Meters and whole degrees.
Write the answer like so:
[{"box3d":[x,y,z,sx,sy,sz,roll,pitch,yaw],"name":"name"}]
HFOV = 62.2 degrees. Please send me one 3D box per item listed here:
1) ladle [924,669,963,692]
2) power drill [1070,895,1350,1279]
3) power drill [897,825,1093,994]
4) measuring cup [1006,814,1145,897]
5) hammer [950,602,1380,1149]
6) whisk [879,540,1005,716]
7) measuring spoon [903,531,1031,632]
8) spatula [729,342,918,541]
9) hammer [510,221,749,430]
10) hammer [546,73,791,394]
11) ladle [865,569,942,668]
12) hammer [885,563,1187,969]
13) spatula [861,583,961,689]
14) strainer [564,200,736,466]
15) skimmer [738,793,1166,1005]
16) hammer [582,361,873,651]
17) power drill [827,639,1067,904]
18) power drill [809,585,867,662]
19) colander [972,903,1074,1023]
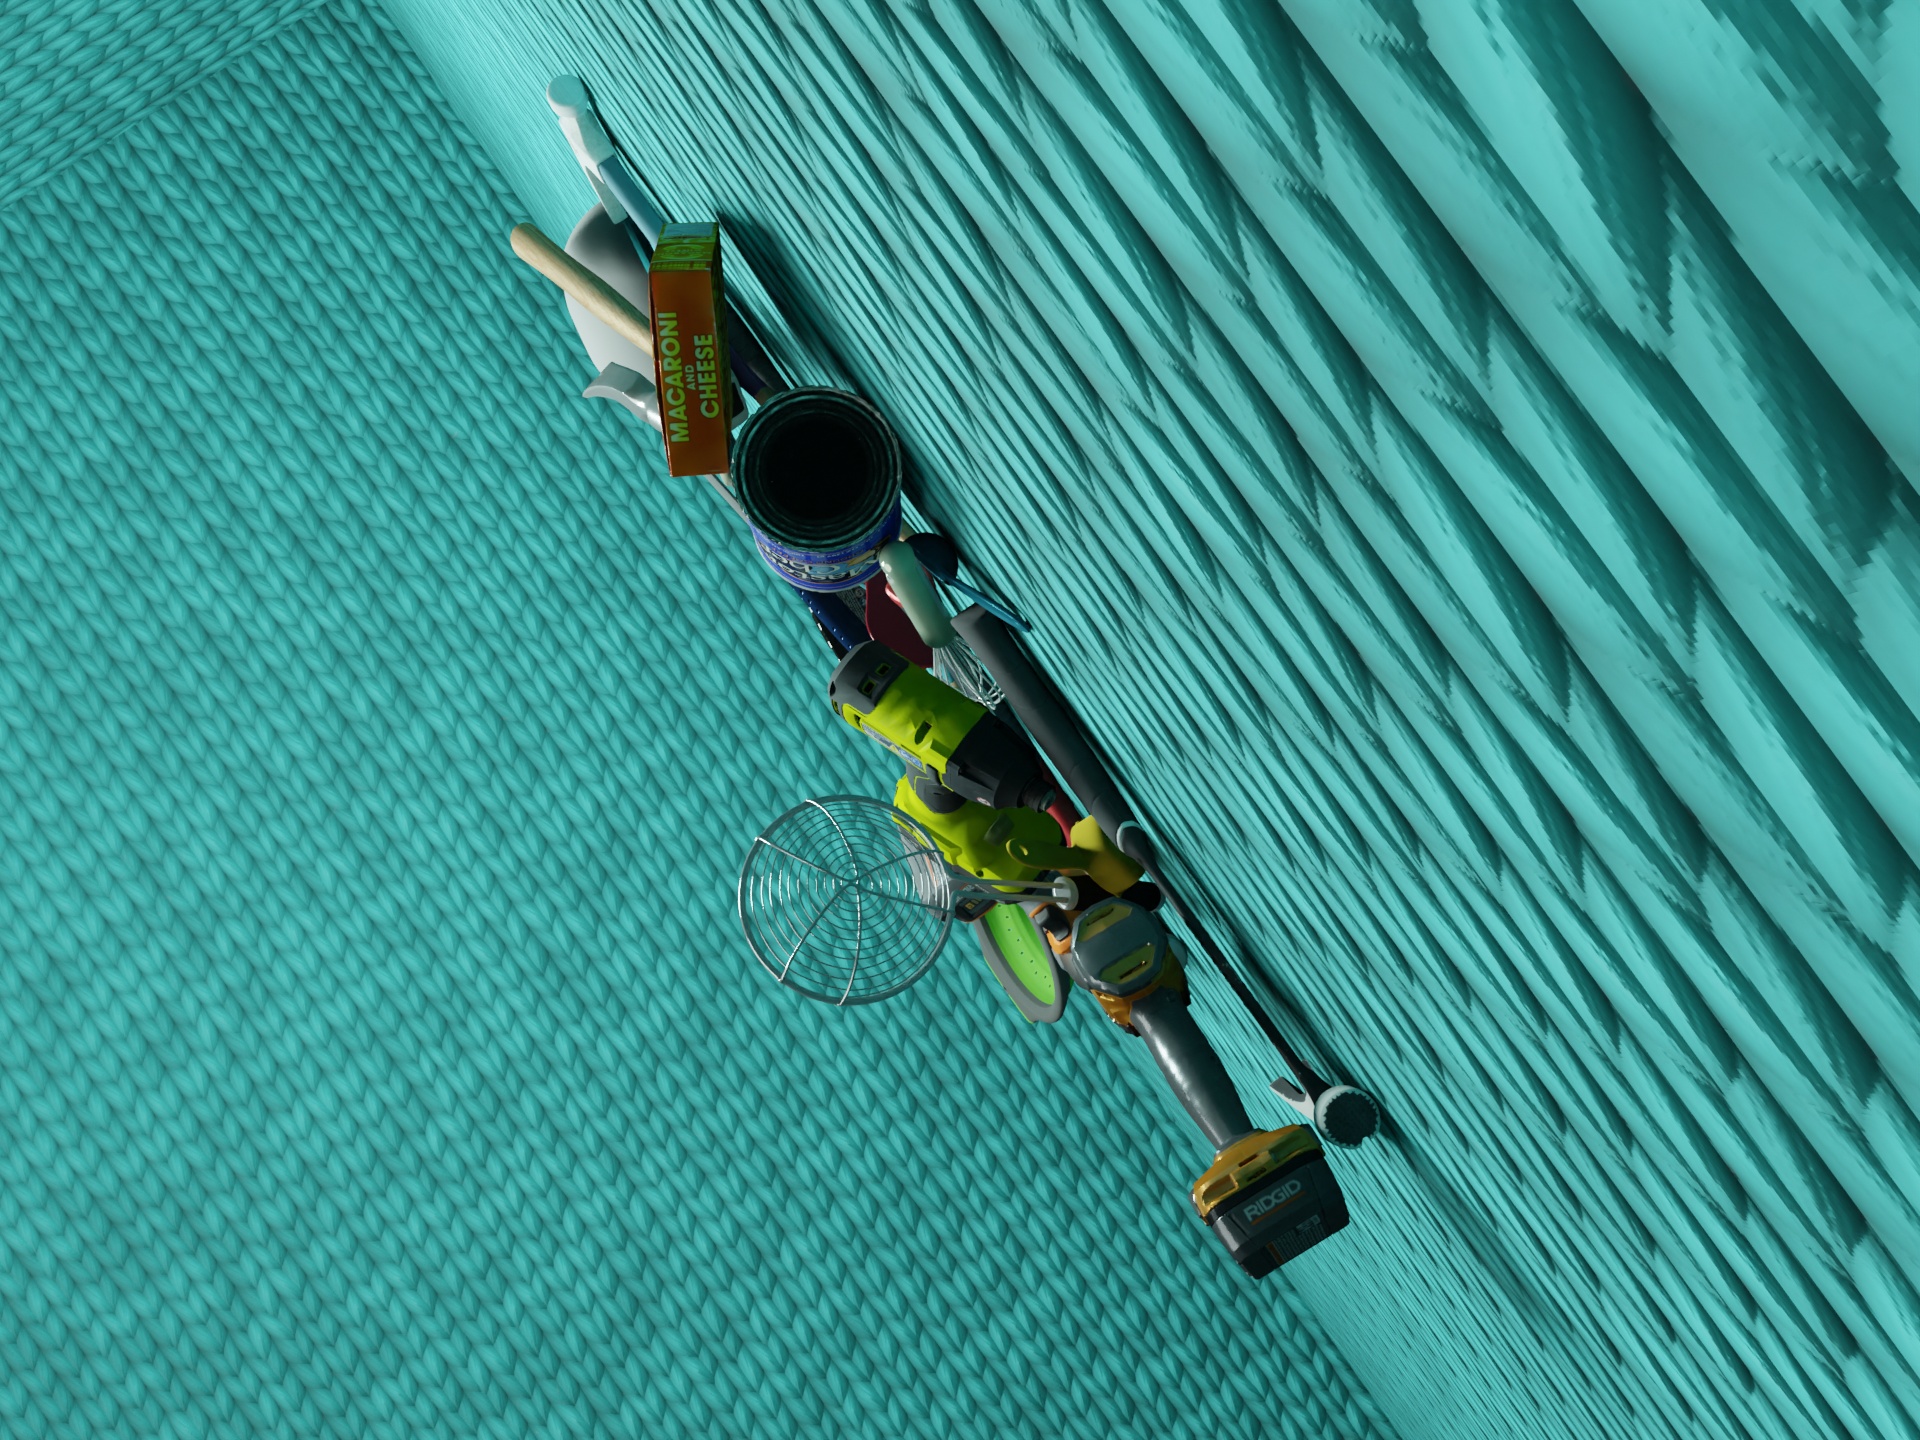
[{"box3d":[-0.056,-0.117,1.351,0.320,0.062,0.078,61,-179,11],"name":"ladle"},{"box3d":[0.154,0.234,1.014,0.226,0.084,0.185,59,180,29],"name":"power drill"},{"box3d":[0.058,0.156,1.395,0.226,0.084,0.164,33,-155,-39],"name":"power drill"},{"box3d":[0.079,0.084,1.055,0.156,0.029,0.062,11,-134,-58],"name":"measuring cup"},{"box3d":[0.121,0.090,1.018,0.409,0.036,0.149,55,177,7],"name":"hammer"},{"box3d":[-0.011,-0.057,1.091,0.058,0.059,0.246,65,-177,27],"name":"whisk"},{"box3d":[0.009,-0.089,1.000,0.129,0.021,0.042,38,175,43],"name":"measuring spoon"},{"box3d":[-0.131,-0.225,1.180,0.316,0.018,0.059,45,155,20],"name":"spatula"},{"box3d":[-0.270,-0.321,1.266,0.332,0.031,0.129,41,161,36],"name":"hammer"},{"box3d":[-0.212,-0.348,1.248,0.331,0.033,0.128,54,175,8],"name":"hammer"},{"box3d":[-0.100,-0.172,1.305,0.315,0.069,0.031,59,150,12],"name":"ladle"},{"box3d":[0.056,0.038,1.281,0.386,0.038,0.143,56,177,-17],"name":"hammer"},{"box3d":[-0.002,-0.004,1.391,0.318,0.044,0.082,61,-171,10],"name":"spatula"},{"box3d":[-0.275,-0.318,1.385,0.210,0.095,0.341,67,177,-53],"name":"strainer"},{"box3d":[0.012,0.119,1.044,0.363,0.090,0.127,11,-118,-53],"name":"skimmer"},{"box3d":[-0.154,-0.144,1.287,0.144,0.035,0.405,32,169,42],"name":"hammer"},{"box3d":[0.004,0.046,1.134,0.171,0.080,0.223,33,164,22],"name":"power drill"},{"box3d":[-0.081,-0.068,1.607,0.191,0.080,0.228,61,178,11],"name":"power drill"},{"box3d":[0.087,0.155,1.619,0.205,0.094,0.396,52,157,34],"name":"colander"}]
